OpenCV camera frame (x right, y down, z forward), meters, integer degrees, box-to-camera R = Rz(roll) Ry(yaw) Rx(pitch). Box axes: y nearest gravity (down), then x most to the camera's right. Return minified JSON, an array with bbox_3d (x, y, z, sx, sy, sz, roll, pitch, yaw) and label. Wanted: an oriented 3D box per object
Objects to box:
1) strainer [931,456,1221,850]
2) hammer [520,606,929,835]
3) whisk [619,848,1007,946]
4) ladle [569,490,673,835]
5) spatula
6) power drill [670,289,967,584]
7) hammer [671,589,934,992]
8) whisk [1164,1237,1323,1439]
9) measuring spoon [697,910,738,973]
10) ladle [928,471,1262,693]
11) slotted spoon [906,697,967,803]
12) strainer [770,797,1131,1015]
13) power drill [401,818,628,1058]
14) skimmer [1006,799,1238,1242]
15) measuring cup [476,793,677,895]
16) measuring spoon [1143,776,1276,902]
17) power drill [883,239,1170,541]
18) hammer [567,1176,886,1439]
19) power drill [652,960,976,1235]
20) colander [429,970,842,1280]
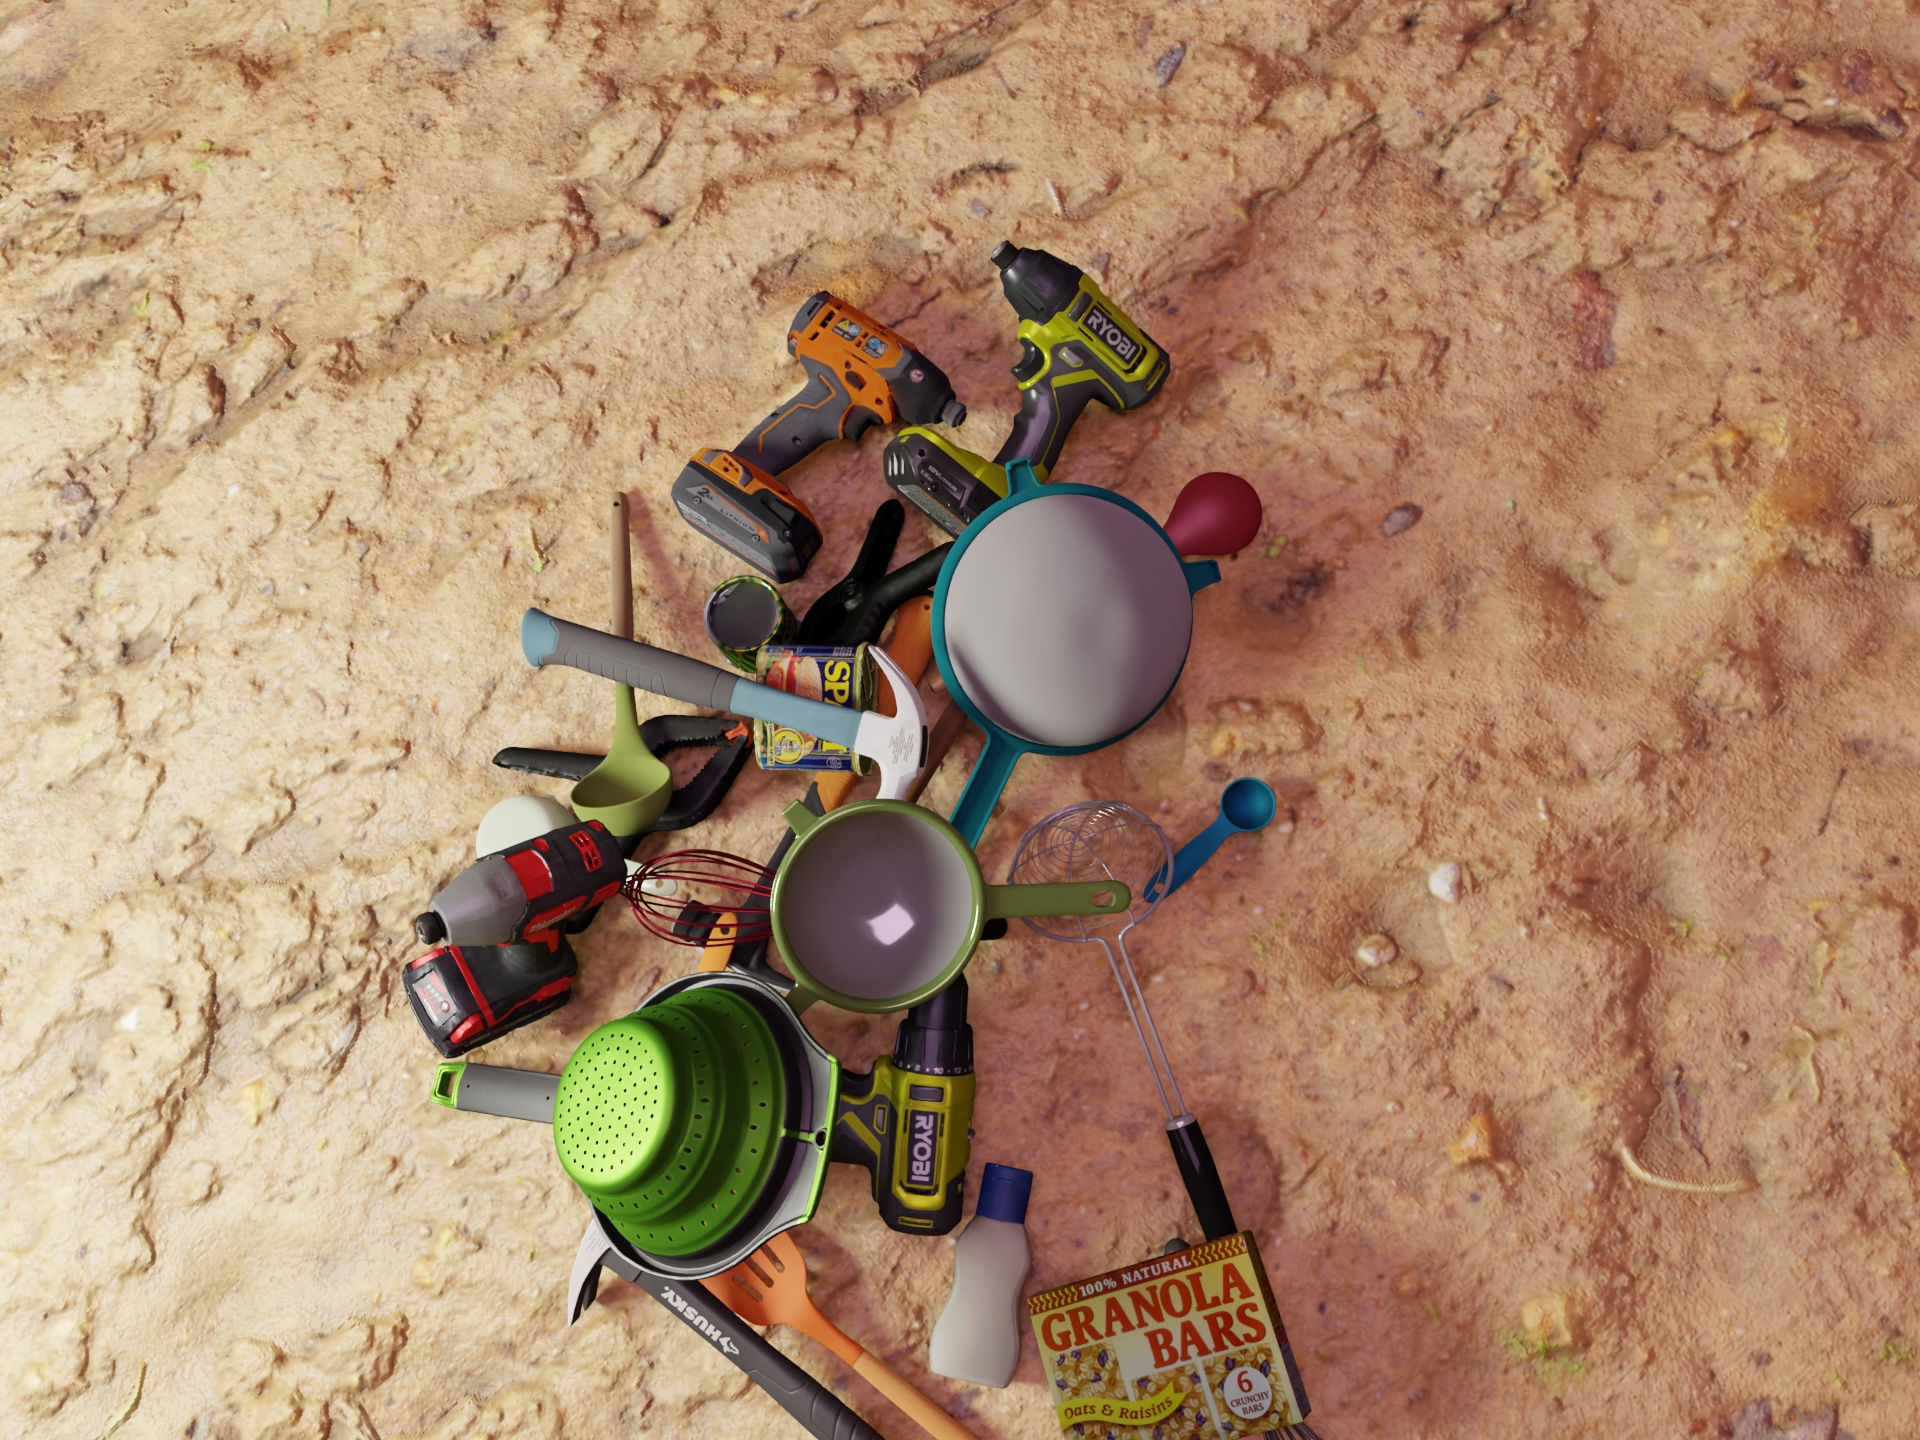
[{"bbox_3d":[0.062,-0.015,1.187,0.211,0.095,0.340,26,89,-16],"label":"strainer"},{"bbox_3d":[-0.180,-0.022,1.185,0.331,0.033,0.128,16,92,13],"label":"hammer"},{"bbox_3d":[-0.105,0.140,1.175,0.295,0.073,0.073,8,75,-17],"label":"whisk"},{"bbox_3d":[-0.270,-0.055,1.260,0.078,0.062,0.320,-9,63,2],"label":"ladle"},{"bbox_3d":[-0.053,0.471,1.143,0.323,0.041,0.081,36,81,9],"label":"spatula"},{"bbox_3d":[-0.111,-0.227,1.303,0.164,0.084,0.226,33,77,11],"label":"power drill"},{"bbox_3d":[-0.091,0.049,1.250,0.127,0.034,0.337,26,79,12],"label":"hammer"},{"bbox_3d":[0.210,0.470,1.104,0.055,0.055,0.239,-31,71,-3],"label":"whisk"},{"bbox_3d":[-0.194,0.197,1.208,0.021,0.011,0.117,26,105,12],"label":"measuring spoon"},{"bbox_3d":[0.109,-0.106,1.251,0.315,0.031,0.069,-32,85,-10],"label":"ladle"},{"bbox_3d":[-0.002,-0.004,1.243,0.070,0.031,0.314,30,75,7],"label":"slotted spoon"},{"bbox_3d":[-0.009,0.125,1.134,0.256,0.069,0.151,-1,96,-12],"label":"strainer"},{"bbox_3d":[-0.329,0.156,1.138,0.143,0.219,0.079,-23,71,-35],"label":"power drill"},{"bbox_3d":[0.141,0.234,1.181,0.127,0.090,0.363,-20,84,2],"label":"skimmer"},{"bbox_3d":[-0.296,0.105,1.219,0.167,0.038,0.083,14,81,17],"label":"measuring cup"},{"bbox_3d":[0.190,0.095,1.223,0.128,0.021,0.042,-43,76,3],"label":"measuring spoon"},{"bbox_3d":[0.045,-0.254,1.266,0.171,0.080,0.223,37,82,-21],"label":"power drill"},{"bbox_3d":[-0.135,0.465,1.126,0.335,0.035,0.146,38,113,6],"label":"hammer"},{"bbox_3d":[-0.101,0.264,1.159,0.228,0.080,0.190,4,89,6],"label":"power drill"},{"bbox_3d":[-0.265,0.261,1.093,0.397,0.094,0.205,-3,69,36],"label":"colander"}]
